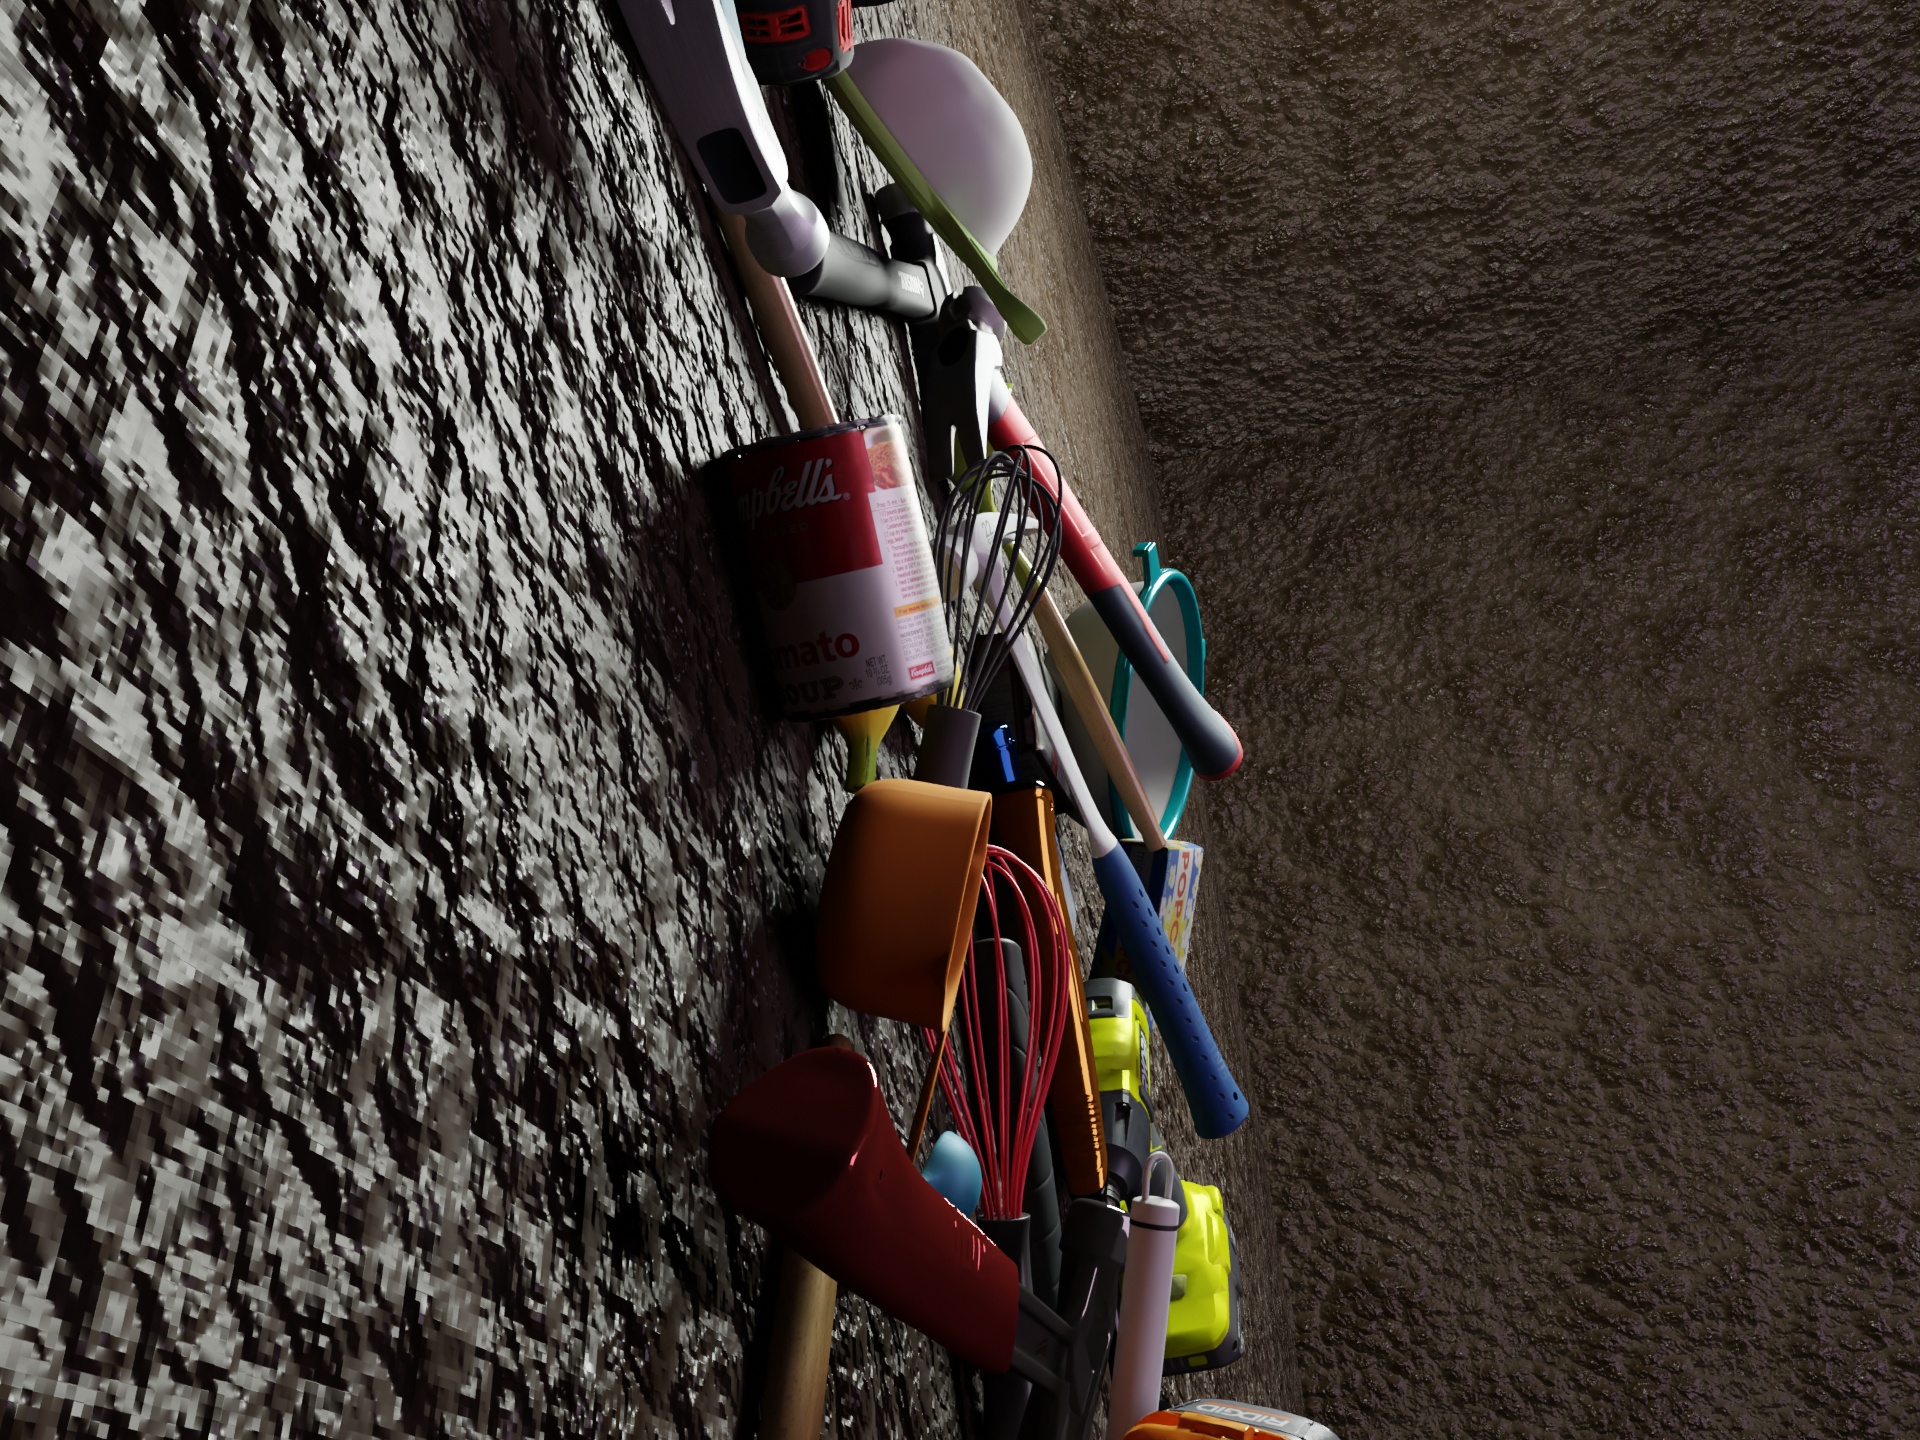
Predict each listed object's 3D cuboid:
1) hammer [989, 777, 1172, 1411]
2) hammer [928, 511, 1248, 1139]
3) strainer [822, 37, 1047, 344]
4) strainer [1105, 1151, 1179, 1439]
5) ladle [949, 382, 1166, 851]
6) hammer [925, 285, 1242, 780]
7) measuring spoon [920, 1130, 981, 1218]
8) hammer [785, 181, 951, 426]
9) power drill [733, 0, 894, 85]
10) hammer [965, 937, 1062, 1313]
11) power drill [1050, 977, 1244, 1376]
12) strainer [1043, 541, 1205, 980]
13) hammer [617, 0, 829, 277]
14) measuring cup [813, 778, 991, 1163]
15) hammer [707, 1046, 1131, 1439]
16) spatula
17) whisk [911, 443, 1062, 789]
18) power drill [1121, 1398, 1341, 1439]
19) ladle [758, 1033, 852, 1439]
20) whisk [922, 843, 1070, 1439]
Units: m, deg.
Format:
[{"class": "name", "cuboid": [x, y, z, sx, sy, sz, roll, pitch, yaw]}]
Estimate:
[{"class": "hammer", "cuboid": [0.054, 0.191, 0.754, 0.127, 0.034, 0.337, 40, 38, -72]}, {"class": "hammer", "cuboid": [0.084, 0.064, 0.950, 0.405, 0.035, 0.144, 66, 26, -12]}, {"class": "strainer", "cuboid": [0.009, -0.284, 0.830, 0.151, 0.069, 0.257, 38, 19, -46]}, {"class": "strainer", "cuboid": [0.063, 0.297, 0.609, 0.050, 0.086, 0.258, -9, -109, 63]}, {"class": "ladle", "cuboid": [0.070, -0.066, 1.024, 0.078, 0.062, 0.320, -74, 138, -85]}, {"class": "hammer", "cuboid": [0.086, -0.072, 0.957, 0.385, 0.038, 0.143, 52, 31, -40]}, {"class": "measuring spoon", "cuboid": [-0.014, 0.187, 0.592, 0.128, 0.021, 0.042, 1, 103, -75]}, {"class": "hammer", "cuboid": [-0.045, -0.227, 0.839, 0.335, 0.035, 0.146, -51, 128, -75]}, {"class": "power drill", "cuboid": [-0.072, -0.393, 0.747, 0.220, 0.078, 0.143, -77, 162, -56]}, {"class": "hammer", "cuboid": [0.042, 0.305, 0.745, 0.149, 0.036, 0.409, 46, 34, -68]}, {"class": "power drill", "cuboid": [0.111, 0.297, 0.993, 0.171, 0.080, 0.223, -81, 153, -59]}, {"class": "strainer", "cuboid": [0.092, 0.052, 1.143, 0.210, 0.095, 0.340, 46, 55, -62]}, {"class": "hammer", "cuboid": [-0.108, -0.337, 0.595, 0.128, 0.033, 0.331, 50, 27, -69]}, {"class": "measuring cup", "cuboid": [-0.029, 0.102, 0.594, 0.095, 0.052, 0.173, -68, 170, -66]}, {"class": "hammer", "cuboid": [0.000, 0.192, 0.504, 0.358, 0.037, 0.149, 63, 42, -57]}, {"class": "spatula", "cuboid": [-0.091, -0.205, 0.638, 0.060, 0.018, 0.315, -87, 161, -53]}, {"class": "whisk", "cuboid": [0.000, -0.002, 0.660, 0.055, 0.055, 0.239, 31, 70, -74]}, {"class": "power drill", "cuboid": [0.045, 0.316, 0.490, 0.226, 0.084, 0.164, 6, 80, -52]}, {"class": "ladle", "cuboid": [-0.048, 0.203, 0.434, 0.316, 0.031, 0.069, -87, 162, -56]}, {"class": "whisk", "cuboid": [0.018, 0.195, 0.690, 0.073, 0.073, 0.296, 32, 54, -74]}]
